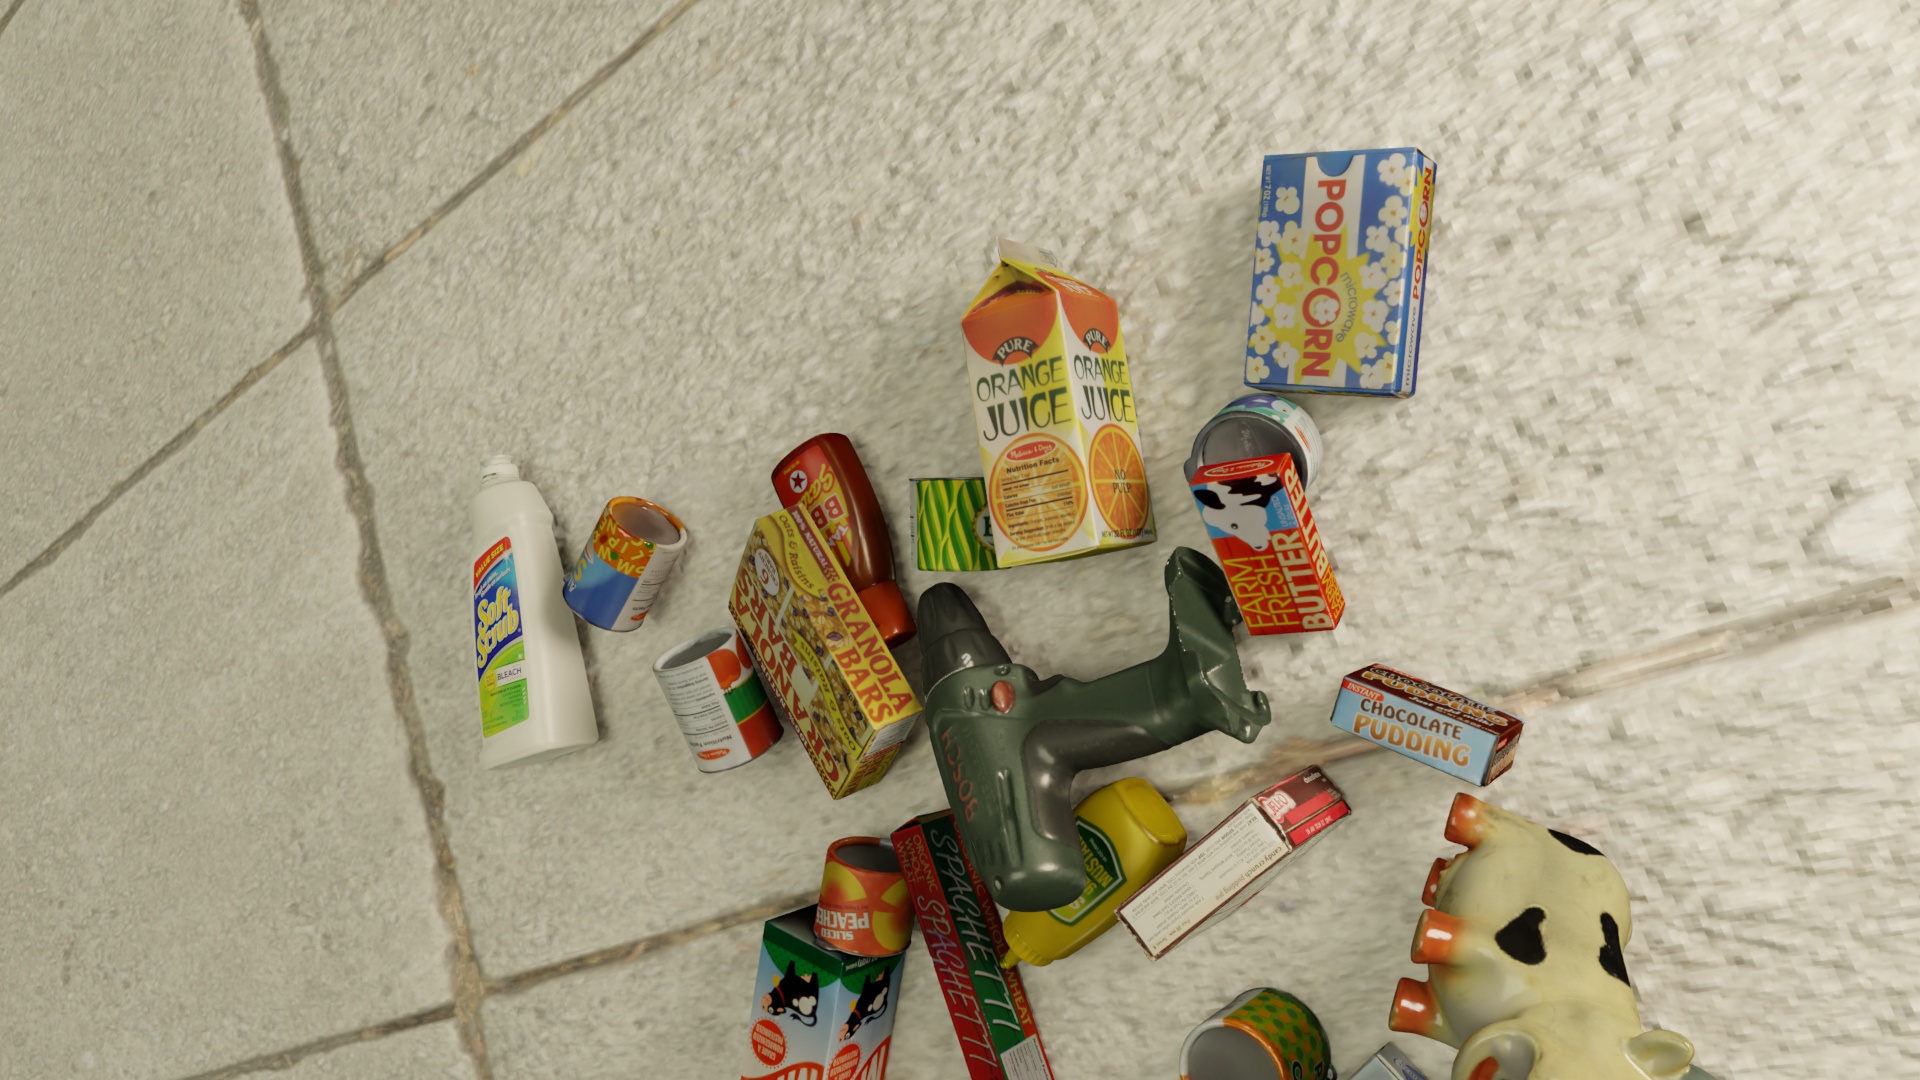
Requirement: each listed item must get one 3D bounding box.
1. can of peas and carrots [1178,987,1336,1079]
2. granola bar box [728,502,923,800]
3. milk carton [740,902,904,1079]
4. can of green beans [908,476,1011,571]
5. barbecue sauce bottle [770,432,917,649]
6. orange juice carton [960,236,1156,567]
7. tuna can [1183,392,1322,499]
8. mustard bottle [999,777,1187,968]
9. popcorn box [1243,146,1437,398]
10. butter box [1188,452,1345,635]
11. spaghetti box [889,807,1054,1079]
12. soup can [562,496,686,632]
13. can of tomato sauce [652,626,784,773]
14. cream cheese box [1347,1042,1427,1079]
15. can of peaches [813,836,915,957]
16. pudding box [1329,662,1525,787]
[{"bbox_3d":[0.165,0.291,0.769,0.071,0.059,0.071,2,93,36],"label":"can of peas and carrots"},{"bbox_3d":[-0.096,0.077,0.932,0.166,0.039,0.123,58,149,20],"label":"granola bar box"},{"bbox_3d":[-0.099,0.354,0.952,0.073,0.072,0.190,15,100,34],"label":"milk carton"},{"bbox_3d":[0.001,-0.011,0.874,0.071,0.071,0.057,0,92,36],"label":"can of green beans"},{"bbox_3d":[-0.075,0.004,0.943,0.064,0.044,0.149,-36,71,32],"label":"barbecue sauce bottle"},{"bbox_3d":[0.055,-0.085,0.830,0.073,0.072,0.192,-12,85,35],"label":"orange juice carton"},{"bbox_3d":[0.161,-0.046,0.766,0.071,0.033,0.070,15,121,26],"label":"tuna can"},{"bbox_3d":[0.069,0.214,0.842,0.065,0.049,0.159,51,118,29],"label":"mustard bottle"},{"bbox_3d":[0.202,-0.141,0.744,0.085,0.038,0.126,8,96,36],"label":"popcorn box"},{"bbox_3d":[0.167,0.004,0.752,0.053,0.024,0.103,-9,119,35],"label":"butter box"},{"bbox_3d":[0.018,0.294,0.880,0.028,0.050,0.250,-28,75,32],"label":"spaghetti box"},{"bbox_3d":[-0.258,0.016,1.060,0.071,0.071,0.083,44,114,27],"label":"soup can"},{"bbox_3d":[-0.171,0.112,0.986,0.071,0.071,0.083,-10,109,36],"label":"can of tomato sauce"},{"bbox_3d":[0.217,0.326,0.754,0.053,0.024,0.103,46,116,25],"label":"cream cheese box"},{"bbox_3d":[-0.062,0.236,0.923,0.071,0.071,0.058,16,100,34],"label":"can of peaches"},{"bbox_3d":[0.241,0.094,0.715,0.084,0.050,0.030,23,106,34],"label":"pudding box"}]
